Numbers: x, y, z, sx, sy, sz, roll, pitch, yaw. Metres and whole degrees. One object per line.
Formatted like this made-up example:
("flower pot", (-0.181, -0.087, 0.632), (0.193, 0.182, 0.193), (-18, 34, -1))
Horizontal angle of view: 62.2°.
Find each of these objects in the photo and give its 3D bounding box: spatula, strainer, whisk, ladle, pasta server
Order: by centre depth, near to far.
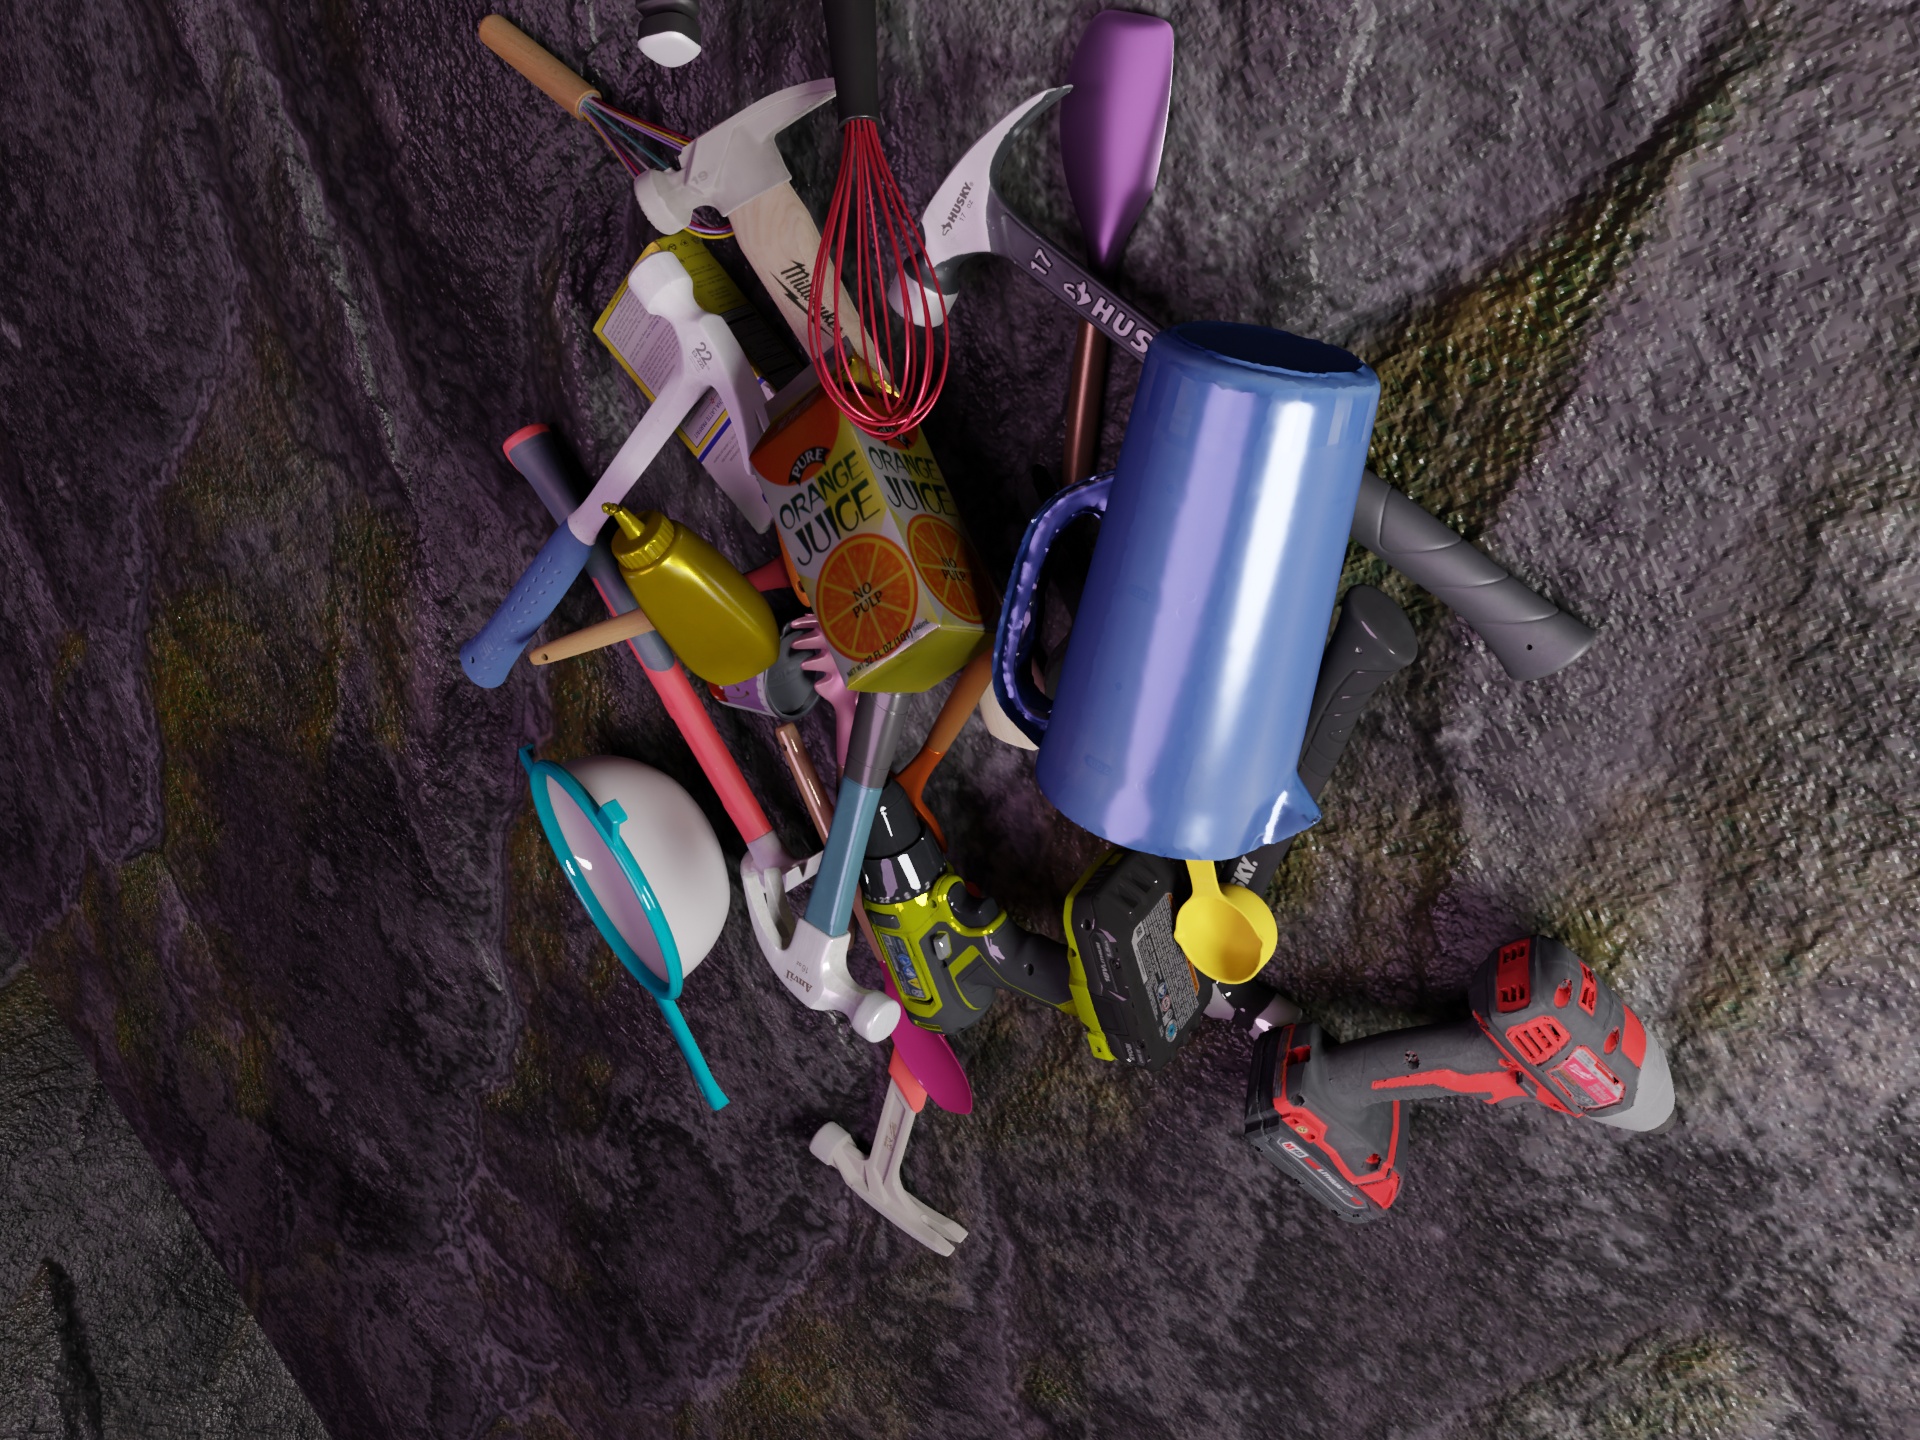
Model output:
("whisk", (-0.052, -0.293, 0.834), (0.073, 0.073, 0.296), (-9, 85, 41))
("spatula", (0.071, -0.216, 0.866), (0.060, 0.018, 0.315), (20, 125, 23))
("spatula", (-0.002, -0.003, 0.990), (0.081, 0.041, 0.322), (45, 145, 10))
("whisk", (-0.214, -0.373, 0.991), (0.245, 0.051, 0.047), (41, 113, 17))
("ladle", (-0.171, -0.082, 1.079), (0.315, 0.031, 0.069), (-15, 112, 26))
("pasta server", (-0.086, 0.052, 1.125), (0.060, 0.040, 0.316), (33, 137, 32))
("strainer", (-0.224, 0.160, 1.268), (0.211, 0.095, 0.340), (21, 136, 53))

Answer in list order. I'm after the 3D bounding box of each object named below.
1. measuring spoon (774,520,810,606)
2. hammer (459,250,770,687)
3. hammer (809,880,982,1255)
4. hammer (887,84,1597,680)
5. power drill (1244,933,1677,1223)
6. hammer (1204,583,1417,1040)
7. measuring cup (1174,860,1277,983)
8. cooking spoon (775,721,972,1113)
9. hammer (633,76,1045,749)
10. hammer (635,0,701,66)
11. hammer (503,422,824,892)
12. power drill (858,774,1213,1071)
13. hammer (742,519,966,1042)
("measuring spoon", (-0.113, -0.125, 1.010), (0.021, 0.011, 0.116), (1, 117, 33))
("hammer", (-0.251, -0.130, 1.083), (0.144, 0.035, 0.405), (55, 134, 5))
("hammer", (-0.028, 0.263, 1.215), (0.149, 0.037, 0.358), (31, 131, 20))
("hammer", (0.148, -0.160, 0.813), (0.409, 0.036, 0.149), (39, 129, 8))
("power drill", (0.282, 0.207, 0.898), (0.143, 0.079, 0.219), (41, 132, -20))
("hammer", (0.175, 0.054, 0.907), (0.146, 0.035, 0.334), (34, 138, 18))
("measuring cup", (0.144, 0.075, 0.914), (0.062, 0.029, 0.156), (-3, 106, 43))
("cooking spoon", (-0.062, 0.145, 1.132), (0.069, 0.017, 0.318), (-5, 112, 50))
("hammer", (-0.030, -0.168, 0.948), (0.146, 0.038, 0.410), (-24, 105, 19))
("hammer", (-0.030, -0.432, 0.789), (0.337, 0.034, 0.127), (-3, 82, 33))
("hammer", (-0.218, -0.046, 1.155), (0.386, 0.038, 0.143), (60, 160, -2))
("power drill", (0.030, 0.125, 1.003), (0.229, 0.080, 0.190), (5, 125, 39))
("hammer", (-0.055, 0.024, 0.970), (0.128, 0.033, 0.331), (27, 110, 32))
